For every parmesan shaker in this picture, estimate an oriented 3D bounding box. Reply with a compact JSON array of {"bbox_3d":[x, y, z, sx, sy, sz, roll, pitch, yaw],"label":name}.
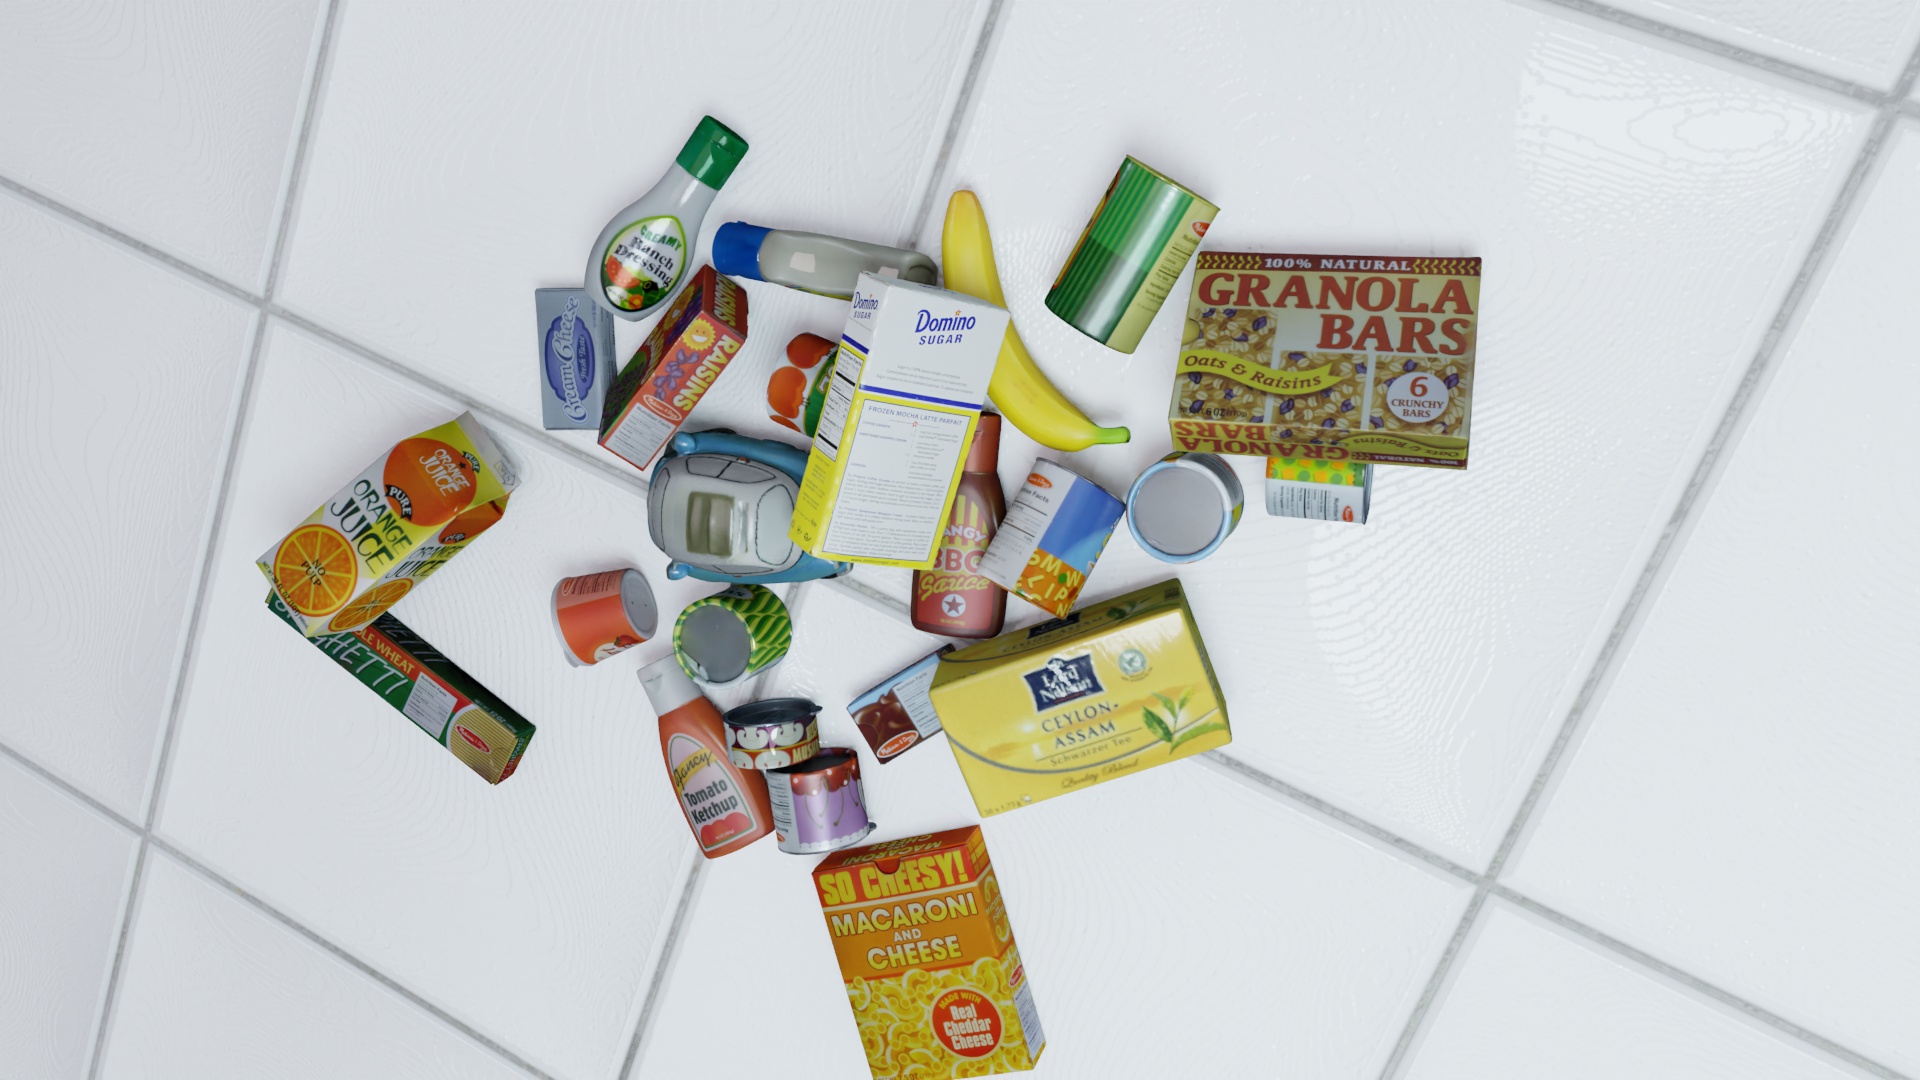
[{"bbox_3d":[0.102,-0.174,0.850,0.071,0.071,0.102,34,108,11],"label":"parmesan shaker"}]

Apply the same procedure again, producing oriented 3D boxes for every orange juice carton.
[{"bbox_3d":[-0.420,-0.013,1.042,0.192,0.073,0.072,-37,85,8],"label":"orange juice carton"}]

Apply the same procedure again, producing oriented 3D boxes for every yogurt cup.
[{"bbox_3d":[-0.257,0.053,1.012,0.054,0.072,0.072,-16,93,12],"label":"yogurt cup"}]

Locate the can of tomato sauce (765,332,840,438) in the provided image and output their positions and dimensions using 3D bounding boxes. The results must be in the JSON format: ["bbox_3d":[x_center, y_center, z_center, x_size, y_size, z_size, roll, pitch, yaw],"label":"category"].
[{"bbox_3d":[-0.078,-0.096,0.925,0.083,0.071,0.071,24,105,14],"label":"can of tomato sauce"}]

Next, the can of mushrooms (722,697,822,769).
[{"bbox_3d":[-0.131,0.136,0.980,0.071,0.071,0.033,-2,99,19],"label":"can of mushrooms"}]

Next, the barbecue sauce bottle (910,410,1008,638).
[{"bbox_3d":[0.003,-0.012,0.923,0.065,0.044,0.148,7,100,10],"label":"barbecue sauce bottle"}]

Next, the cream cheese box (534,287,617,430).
[{"bbox_3d":[-0.278,-0.132,1.010,0.053,0.024,0.103,2,99,19],"label":"cream cheese box"}]

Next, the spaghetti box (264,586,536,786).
[{"bbox_3d":[-0.445,0.099,1.101,0.250,0.029,0.050,35,108,11],"label":"spaghetti box"}]

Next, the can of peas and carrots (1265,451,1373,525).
[{"bbox_3d":[0.217,-0.047,0.835,0.059,0.071,0.070,6,101,18],"label":"can of peas and carrots"}]

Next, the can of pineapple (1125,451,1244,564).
[{"bbox_3d":[0.139,-0.020,0.868,0.071,0.058,0.071,3,100,18],"label":"can of pineapple"}]

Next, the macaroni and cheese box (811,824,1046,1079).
[{"bbox_3d":[-0.023,0.296,0.982,0.123,0.040,0.166,-15,93,19],"label":"macaroni and cheese box"}]

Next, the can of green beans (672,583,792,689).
[{"bbox_3d":[-0.161,0.067,0.984,0.071,0.058,0.071,3,99,18],"label":"can of green beans"}]

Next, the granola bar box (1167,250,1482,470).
[{"bbox_3d":[0.212,-0.108,0.807,0.165,0.039,0.125,5,63,18],"label":"granola bar box"}]

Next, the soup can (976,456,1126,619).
[{"bbox_3d":[0.060,0.000,0.884,0.071,0.071,0.084,28,88,13],"label":"soup can"}]

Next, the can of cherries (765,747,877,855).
[{"bbox_3d":[-0.098,0.182,0.979,0.071,0.071,0.058,-7,96,20],"label":"can of cherries"}]

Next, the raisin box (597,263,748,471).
[{"bbox_3d":[-0.195,-0.119,0.950,0.040,0.086,0.123,33,111,-25],"label":"raisin box"}]

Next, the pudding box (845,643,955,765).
[{"bbox_3d":[-0.031,0.113,0.962,0.083,0.030,0.049,-33,89,20],"label":"pudding box"}]

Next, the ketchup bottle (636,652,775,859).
[{"bbox_3d":[-0.188,0.154,1.015,0.064,0.043,0.149,-26,89,21],"label":"ketchup bottle"}]

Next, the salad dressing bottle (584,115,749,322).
[{"bbox_3d":[-0.201,-0.222,0.956,0.064,0.044,0.147,31,104,-28],"label":"salad dressing bottle"}]

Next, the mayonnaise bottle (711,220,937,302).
[{"bbox_3d":[-0.093,-0.182,0.922,0.148,0.065,0.041,14,100,20],"label":"mayonnaise bottle"}]
